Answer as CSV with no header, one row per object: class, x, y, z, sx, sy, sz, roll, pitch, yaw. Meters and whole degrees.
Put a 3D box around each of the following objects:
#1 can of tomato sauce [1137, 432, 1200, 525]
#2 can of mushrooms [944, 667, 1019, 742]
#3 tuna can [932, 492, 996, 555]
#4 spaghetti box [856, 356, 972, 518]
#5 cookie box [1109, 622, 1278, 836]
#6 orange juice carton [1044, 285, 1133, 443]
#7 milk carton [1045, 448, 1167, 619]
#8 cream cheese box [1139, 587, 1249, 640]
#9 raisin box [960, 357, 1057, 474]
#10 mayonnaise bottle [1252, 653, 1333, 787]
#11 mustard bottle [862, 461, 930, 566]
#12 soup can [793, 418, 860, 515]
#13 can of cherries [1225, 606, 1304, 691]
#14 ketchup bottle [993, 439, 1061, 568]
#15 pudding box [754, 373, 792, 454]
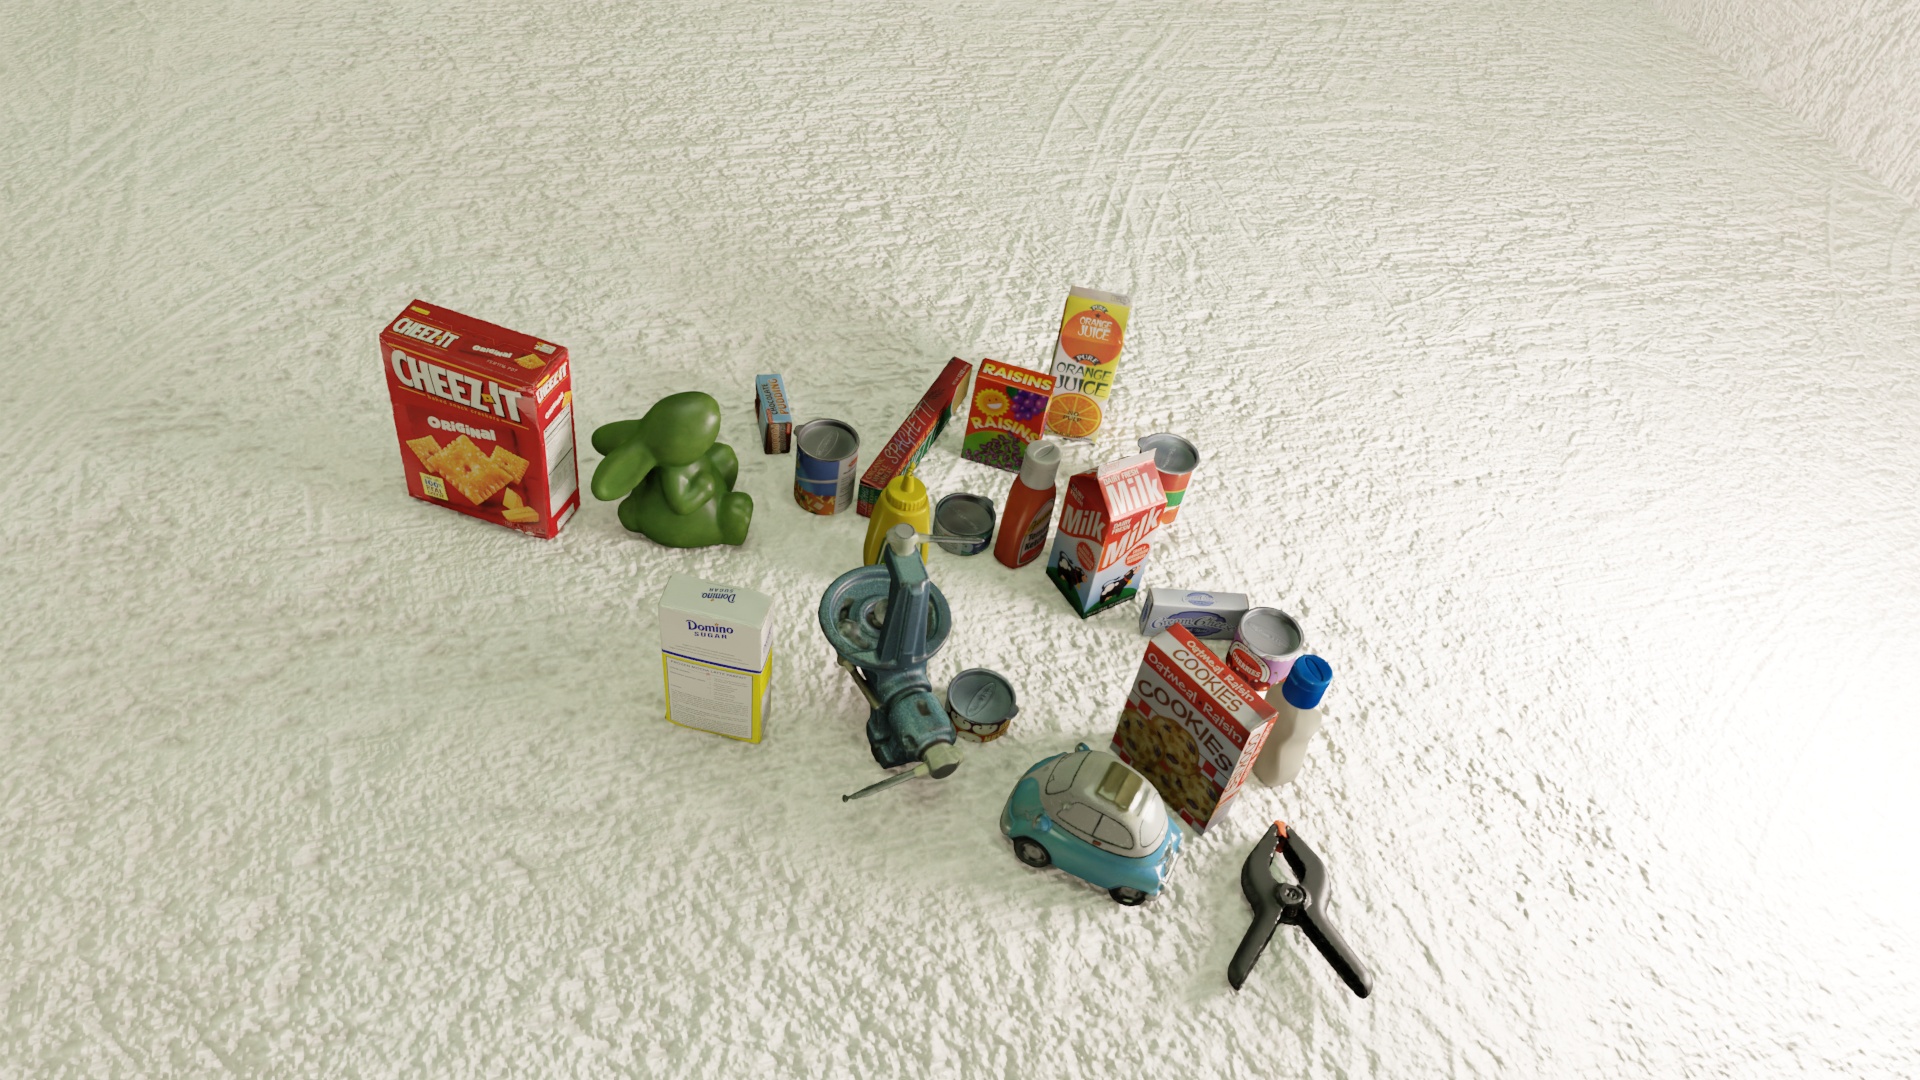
can of tomato sauce,0.221,-0.068,1.543,0.071,0.082,0.071,6,46,-6
can of mushrooms,0.020,0.158,1.321,0.071,0.033,0.071,6,46,-6
tuna can,0.005,-0.019,1.488,0.071,0.032,0.071,6,46,-6
spaghetti box,-0.050,-0.118,1.561,0.029,0.049,0.251,22,47,11
cookie box,0.207,0.171,1.252,0.040,0.166,0.123,-28,57,-32
orange juice carton,0.142,-0.208,1.585,0.072,0.191,0.073,12,46,0
milk carton,0.149,-0.016,1.404,0.072,0.189,0.074,-19,53,-26
cream cheese box,0.239,0.076,1.428,0.104,0.053,0.024,4,46,-7
raisin box,0.053,-0.137,1.548,0.086,0.122,0.040,17,46,5
mayonnaise bottle,0.306,0.165,1.290,0.041,0.147,0.065,-10,49,-20
mustard bottle,-0.060,-0.017,1.385,0.065,0.159,0.049,-1,47,-12
soup can,-0.146,-0.079,1.482,0.071,0.083,0.072,6,46,-6
can of cherries,0.305,0.111,1.404,0.071,0.058,0.072,6,46,-6
ketchup bottle,0.072,-0.039,1.440,0.043,0.148,0.065,37,51,22
pudding box,-0.210,-0.142,1.553,0.030,0.049,0.084,-5,48,-15
